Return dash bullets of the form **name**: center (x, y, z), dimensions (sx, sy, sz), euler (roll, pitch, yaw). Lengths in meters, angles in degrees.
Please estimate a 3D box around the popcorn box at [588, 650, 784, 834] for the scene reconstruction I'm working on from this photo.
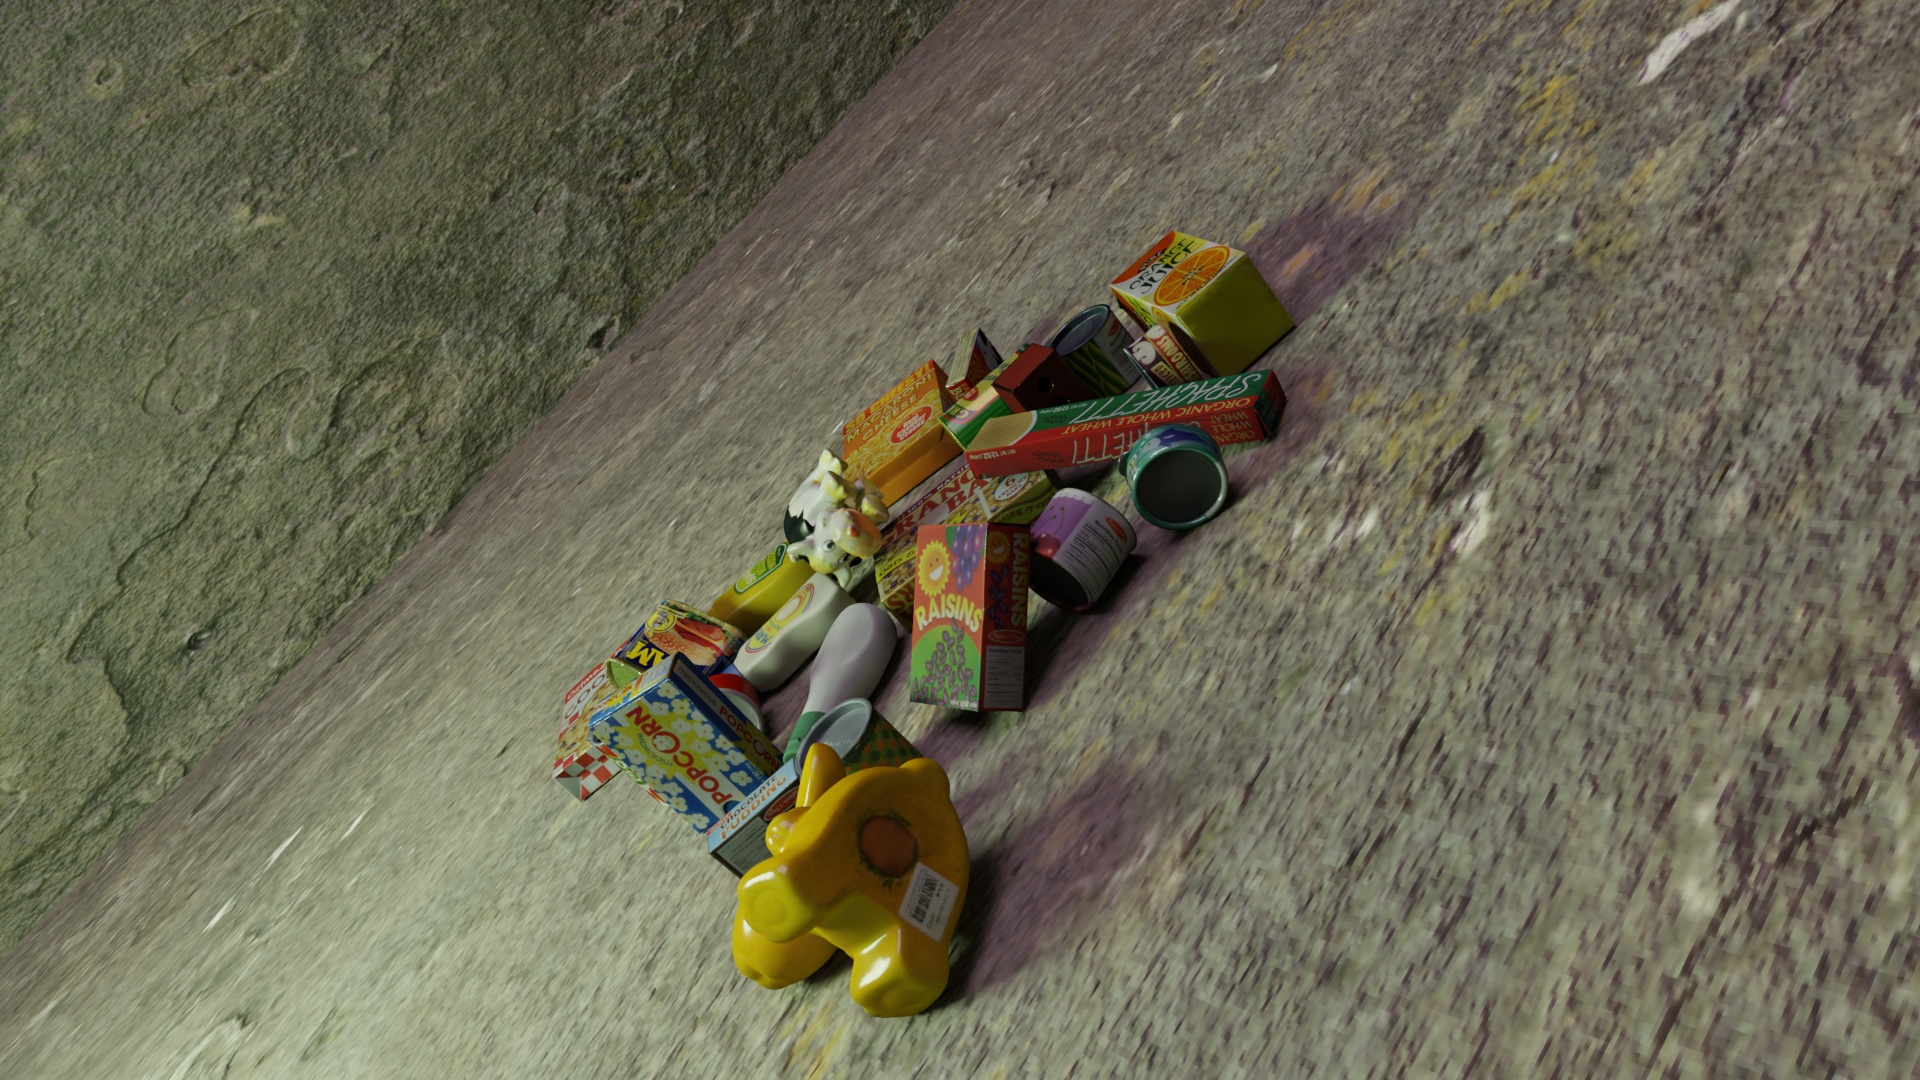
- **popcorn box**: center (-0.205, 0.153, 1.048), dimensions (0.085, 0.126, 0.038), euler (-32, 22, 21)

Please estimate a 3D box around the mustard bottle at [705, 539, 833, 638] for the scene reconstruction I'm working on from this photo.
- **mustard bottle**: center (-0.188, 0.055, 1.287), dimensions (0.160, 0.048, 0.065), euler (-37, 22, 9)

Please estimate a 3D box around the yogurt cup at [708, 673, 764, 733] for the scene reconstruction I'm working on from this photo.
- **yogurt cup**: center (-0.192, 0.142, 1.127), dimensions (0.072, 0.072, 0.054), euler (-39, 15, 6)

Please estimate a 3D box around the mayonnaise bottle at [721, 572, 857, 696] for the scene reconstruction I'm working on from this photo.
- **mayonnaise bottle**: center (-0.155, 0.091, 1.184), dimensions (0.148, 0.041, 0.065), euler (-44, 26, -7)

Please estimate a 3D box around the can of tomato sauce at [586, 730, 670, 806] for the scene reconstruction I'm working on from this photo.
- **can of tomato sauce**: center (-0.253, 0.170, 1.145), dimensions (0.071, 0.083, 0.071), euler (-34, 25, 18)

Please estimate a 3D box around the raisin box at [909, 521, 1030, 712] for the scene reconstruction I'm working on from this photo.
- **raisin box**: center (0.007, 0.050, 0.931), dimensions (0.086, 0.040, 0.123), euler (-4, 83, 56)

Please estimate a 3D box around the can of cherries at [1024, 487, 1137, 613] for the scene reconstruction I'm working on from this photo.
- **can of cherries**: center (0.076, 0.008, 0.947), dimensions (0.071, 0.071, 0.058), euler (-2, 46, 56)

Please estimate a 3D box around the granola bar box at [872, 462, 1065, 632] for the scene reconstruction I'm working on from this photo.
- **granola bar box**: center (0.004, -0.014, 1.126), dimensions (0.165, 0.039, 0.124), euler (-37, 24, 9)

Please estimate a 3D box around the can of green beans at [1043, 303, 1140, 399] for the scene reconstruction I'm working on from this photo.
- **can of green beans**: center (0.116, -0.157, 1.179), dimensions (0.071, 0.057, 0.071), euler (-34, 25, 18)

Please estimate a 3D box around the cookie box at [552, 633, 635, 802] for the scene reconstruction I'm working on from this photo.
- **cookie box**: center (-0.327, 0.158, 1.332), dimensions (0.123, 0.040, 0.168), euler (-39, 24, 6)

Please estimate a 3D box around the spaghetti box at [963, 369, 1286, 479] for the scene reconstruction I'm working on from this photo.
- **spaghetti box**: center (0.116, -0.084, 1.030), dimensions (0.249, 0.028, 0.050), euler (-7, 35, 36)

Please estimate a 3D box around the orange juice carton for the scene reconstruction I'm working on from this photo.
- **orange juice carton**: center (0.184, -0.195, 1.122), dimensions (0.072, 0.073, 0.193), euler (-41, 23, 2)

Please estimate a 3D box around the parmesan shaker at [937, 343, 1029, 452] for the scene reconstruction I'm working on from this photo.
- **parmesan shaker**: center (0.039, -0.116, 1.215), dimensions (0.103, 0.071, 0.071), euler (-41, 23, 1)

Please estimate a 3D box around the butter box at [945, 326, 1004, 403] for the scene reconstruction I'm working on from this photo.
- **butter box**: center (0.016, -0.158, 1.340), dimensions (0.024, 0.053, 0.104), euler (-26, 28, 26)

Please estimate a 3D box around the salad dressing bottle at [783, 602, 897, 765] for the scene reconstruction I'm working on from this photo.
- **salad dressing bottle**: center (-0.092, 0.113, 1.049), dimensions (0.064, 0.044, 0.148), euler (-21, 32, 36)

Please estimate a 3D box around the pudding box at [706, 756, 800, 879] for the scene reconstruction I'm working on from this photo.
- **pudding box**: center (-0.126, 0.195, 0.952), dimensions (0.083, 0.049, 0.030), euler (-41, 25, 4)

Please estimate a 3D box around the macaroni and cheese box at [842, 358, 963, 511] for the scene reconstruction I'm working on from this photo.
- **macaroni and cheese box**: center (-0.058, -0.102, 1.371), dimensions (0.123, 0.040, 0.167), euler (-36, 25, 13)

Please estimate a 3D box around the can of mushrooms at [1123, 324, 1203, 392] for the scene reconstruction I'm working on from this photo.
- **can of mushrooms**: center (0.157, -0.129, 1.056), dimensions (0.033, 0.071, 0.071), euler (-37, 24, 7)

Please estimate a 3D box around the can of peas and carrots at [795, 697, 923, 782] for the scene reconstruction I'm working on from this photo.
- **can of peas and carrots**: center (-0.068, 0.150, 0.928), dimensions (0.071, 0.058, 0.071), euler (-34, 25, 18)

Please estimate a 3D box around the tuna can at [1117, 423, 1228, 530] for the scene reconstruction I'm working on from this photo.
- **tuna can**: center (0.142, -0.042, 0.927), dimensions (0.071, 0.071, 0.033), euler (-34, 25, 17)
